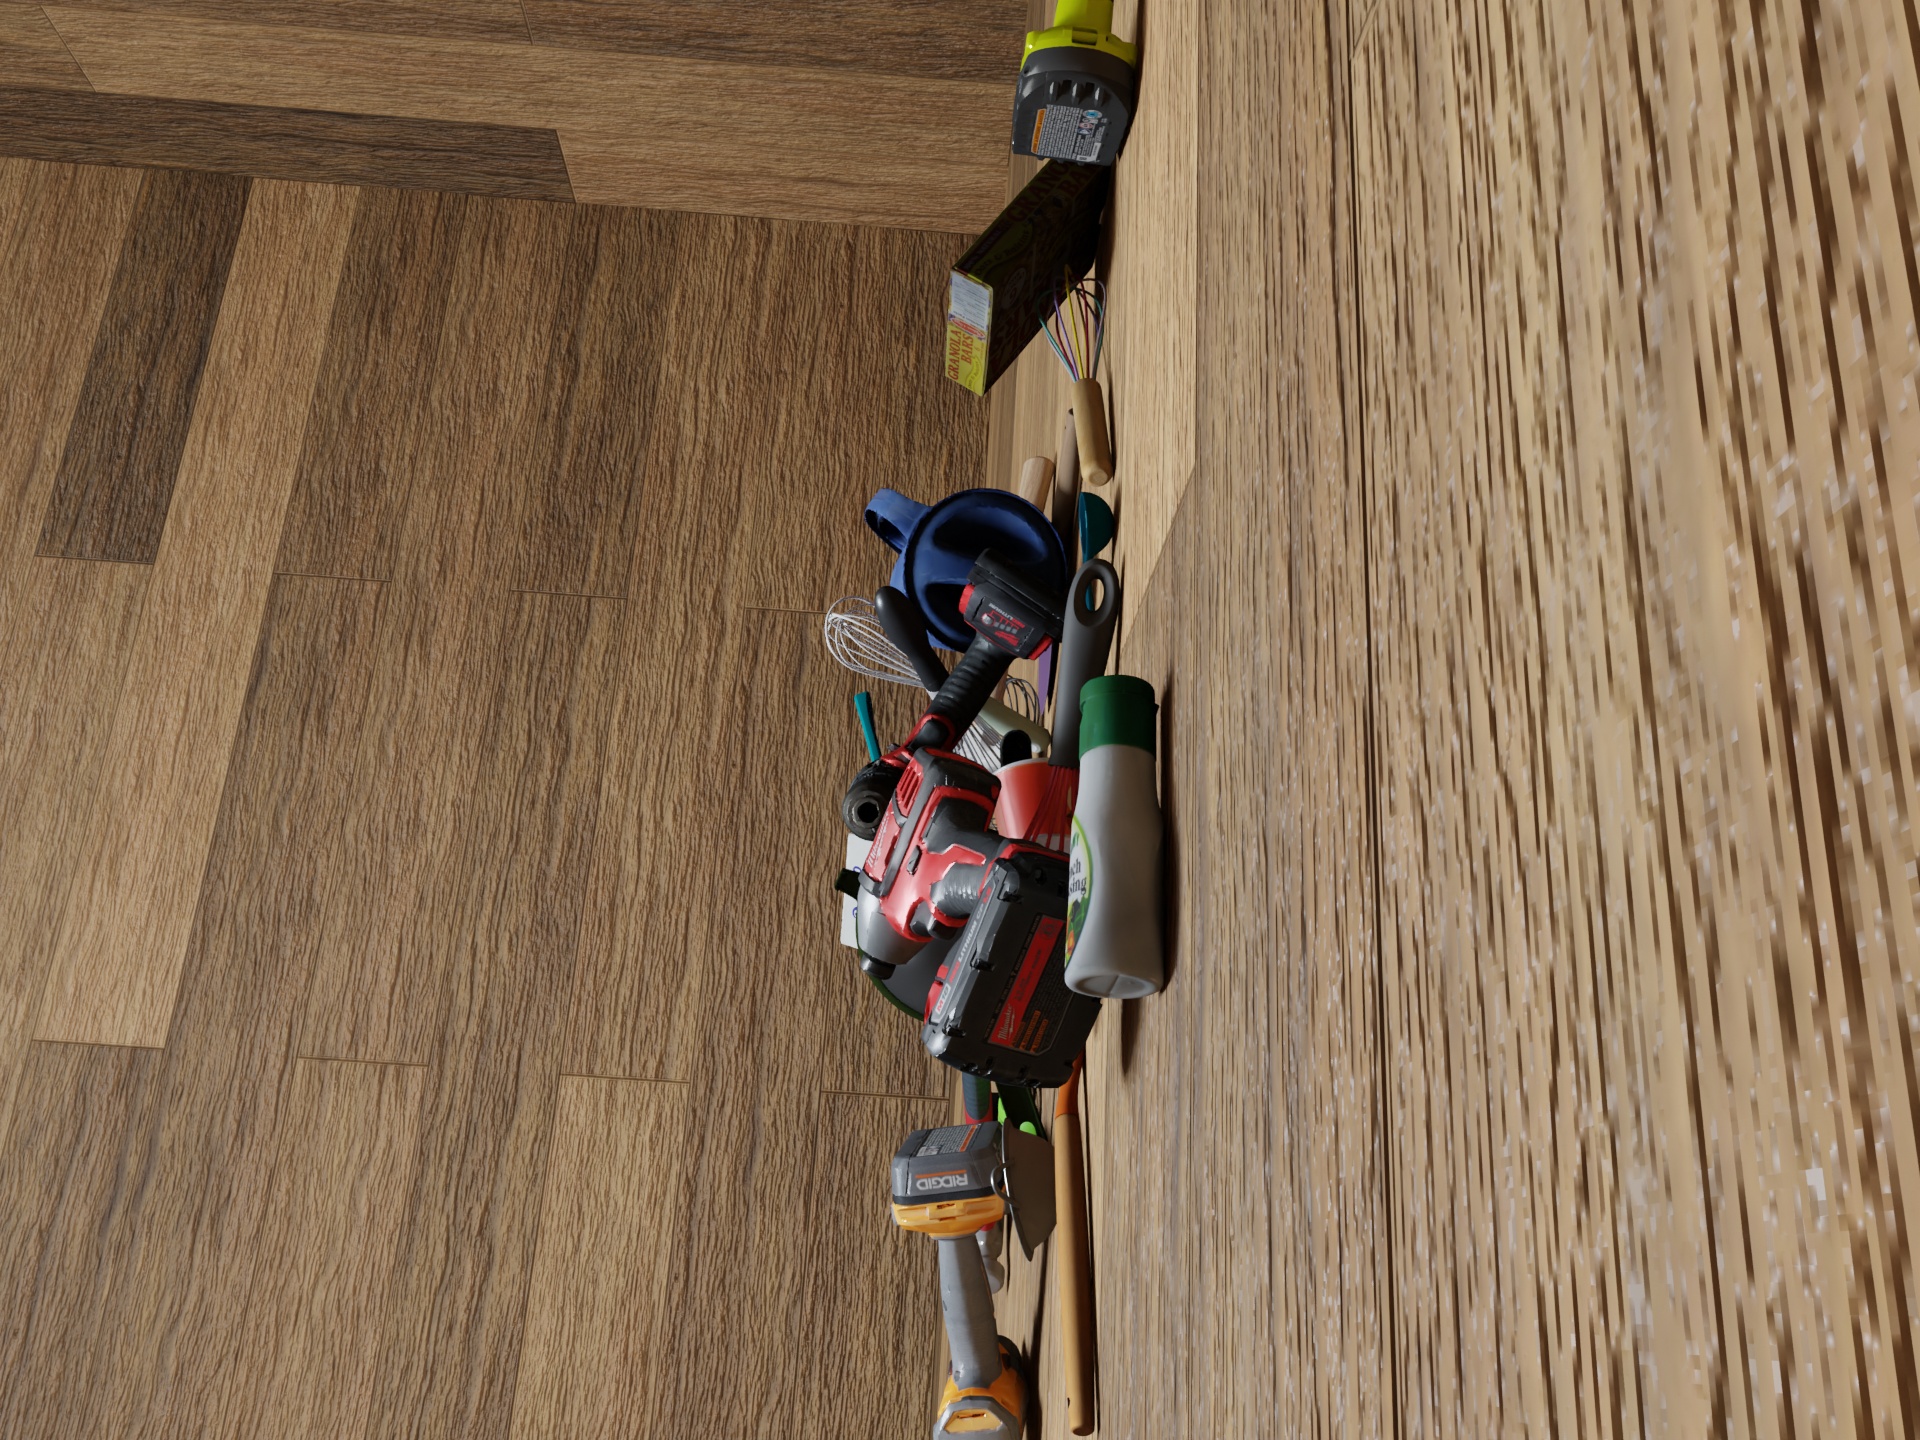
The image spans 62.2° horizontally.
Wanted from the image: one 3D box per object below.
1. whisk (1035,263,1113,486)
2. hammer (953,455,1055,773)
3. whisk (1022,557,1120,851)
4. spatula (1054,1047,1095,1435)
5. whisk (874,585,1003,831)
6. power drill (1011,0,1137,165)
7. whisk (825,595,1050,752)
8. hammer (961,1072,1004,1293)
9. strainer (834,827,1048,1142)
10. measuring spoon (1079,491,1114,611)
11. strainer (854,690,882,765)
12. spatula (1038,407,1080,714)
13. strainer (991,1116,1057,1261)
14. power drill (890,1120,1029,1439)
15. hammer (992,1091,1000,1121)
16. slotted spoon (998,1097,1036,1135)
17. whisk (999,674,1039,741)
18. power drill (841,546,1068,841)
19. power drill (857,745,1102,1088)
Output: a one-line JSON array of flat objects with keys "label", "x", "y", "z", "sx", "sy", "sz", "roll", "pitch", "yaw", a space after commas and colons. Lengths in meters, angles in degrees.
[{"label": "whisk", "x": 0.085, "y": -0.249, "z": 1.125, "sx": 0.047, "sy": 0.051, "sz": 0.245, "roll": 104, "pitch": 169, "yaw": -45}, {"label": "hammer", "x": 0.043, "y": -0.098, "z": 1.505, "sx": 0.130, "sy": 0.031, "sz": 0.331, "roll": -17, "pitch": 56, "yaw": 54}, {"label": "whisk", "x": 0.061, "y": 0.047, "z": 0.953, "sx": 0.073, "sy": 0.073, "sz": 0.296, "roll": 112, "pitch": 167, "yaw": -85}, {"label": "spatula", "x": 0.054, "y": 0.254, "z": 0.929, "sx": 0.323, "sy": 0.041, "sz": 0.081, "roll": -90, "pitch": 11, "yaw": -49}, {"label": "whisk", "x": -0.001, "y": -0.004, "z": 1.280, "sx": 0.070, "sy": 0.070, "sz": 0.284, "roll": -88, "pitch": -25, "yaw": -46}, {"label": "power drill", "x": 0.088, "y": -0.522, "z": 1.129, "sx": 0.190, "sy": 0.080, "sz": 0.228, "roll": 134, "pitch": 143, "yaw": -87}, {"label": "whisk", "x": -0.015, "y": -0.031, "z": 1.316, "sx": 0.058, "sy": 0.246, "sz": 0.059, "roll": -6, "pitch": 60, "yaw": 51}, {"label": "hammer", "x": 0.016, "y": 0.320, "z": 1.361, "sx": 0.143, "sy": 0.038, "sz": 0.386, "roll": -84, "pitch": -8, "yaw": -52}, {"label": "strainer", "x": 0.016, "y": 0.201, "z": 1.105, "sx": 0.069, "sy": 0.151, "sz": 0.256, "roll": -77, "pitch": -31, "yaw": -80}, {"label": "measuring spoon", "x": 0.091, "y": -0.083, "z": 1.024, "sx": 0.042, "sy": 0.021, "sz": 0.128, "roll": -102, "pitch": 8, "yaw": -82}, {"label": "strainer", "x": -0.016, "y": 0.101, "z": 1.416, "sx": 0.210, "sy": 0.095, "sz": 0.341, "roll": 69, "pitch": -178, "yaw": -57}, {"label": "spatula", "x": 0.081, "y": -0.125, "z": 1.333, "sx": 0.060, "sy": 0.018, "sz": 0.315, "roll": -91, "pitch": 4, "yaw": -46}, {"label": "strainer", "x": 0.048, "y": 0.313, "z": 1.043, "sx": 0.258, "sy": 0.050, "sz": 0.087, "roll": 83, "pitch": 178, "yaw": -68}, {"label": "power drill", "x": 0.009, "y": 0.414, "z": 1.163, "sx": 0.185, "sy": 0.084, "sz": 0.226, "roll": 29, "pitch": -127, "yaw": -83}, {"label": "hammer", "x": 0.026, "y": 0.289, "z": 1.559, "sx": 0.127, "sy": 0.034, "sz": 0.336, "roll": -91, "pitch": 1, "yaw": -62}, {"label": "slotted spoon", "x": 0.048, "y": 0.274, "z": 1.374, "sx": 0.314, "sy": 0.031, "sz": 0.070, "roll": -86, "pitch": -4, "yaw": -71}, {"label": "whisk", "x": 0.052, "y": 0.051, "z": 1.478, "sx": 0.055, "sy": 0.055, "sz": 0.239, "roll": 96, "pitch": 173, "yaw": -53}, {"label": "power drill", "x": -0.008, "y": -0.008, "z": 1.141, "sx": 0.226, "sy": 0.080, "sz": 0.188, "roll": -57, "pitch": -4, "yaw": 4}, {"label": "power drill", "x": 0.001, "y": 0.109, "z": 0.885, "sx": 0.143, "sy": 0.078, "sz": 0.220, "roll": -67, "pitch": 24, "yaw": 6}]
